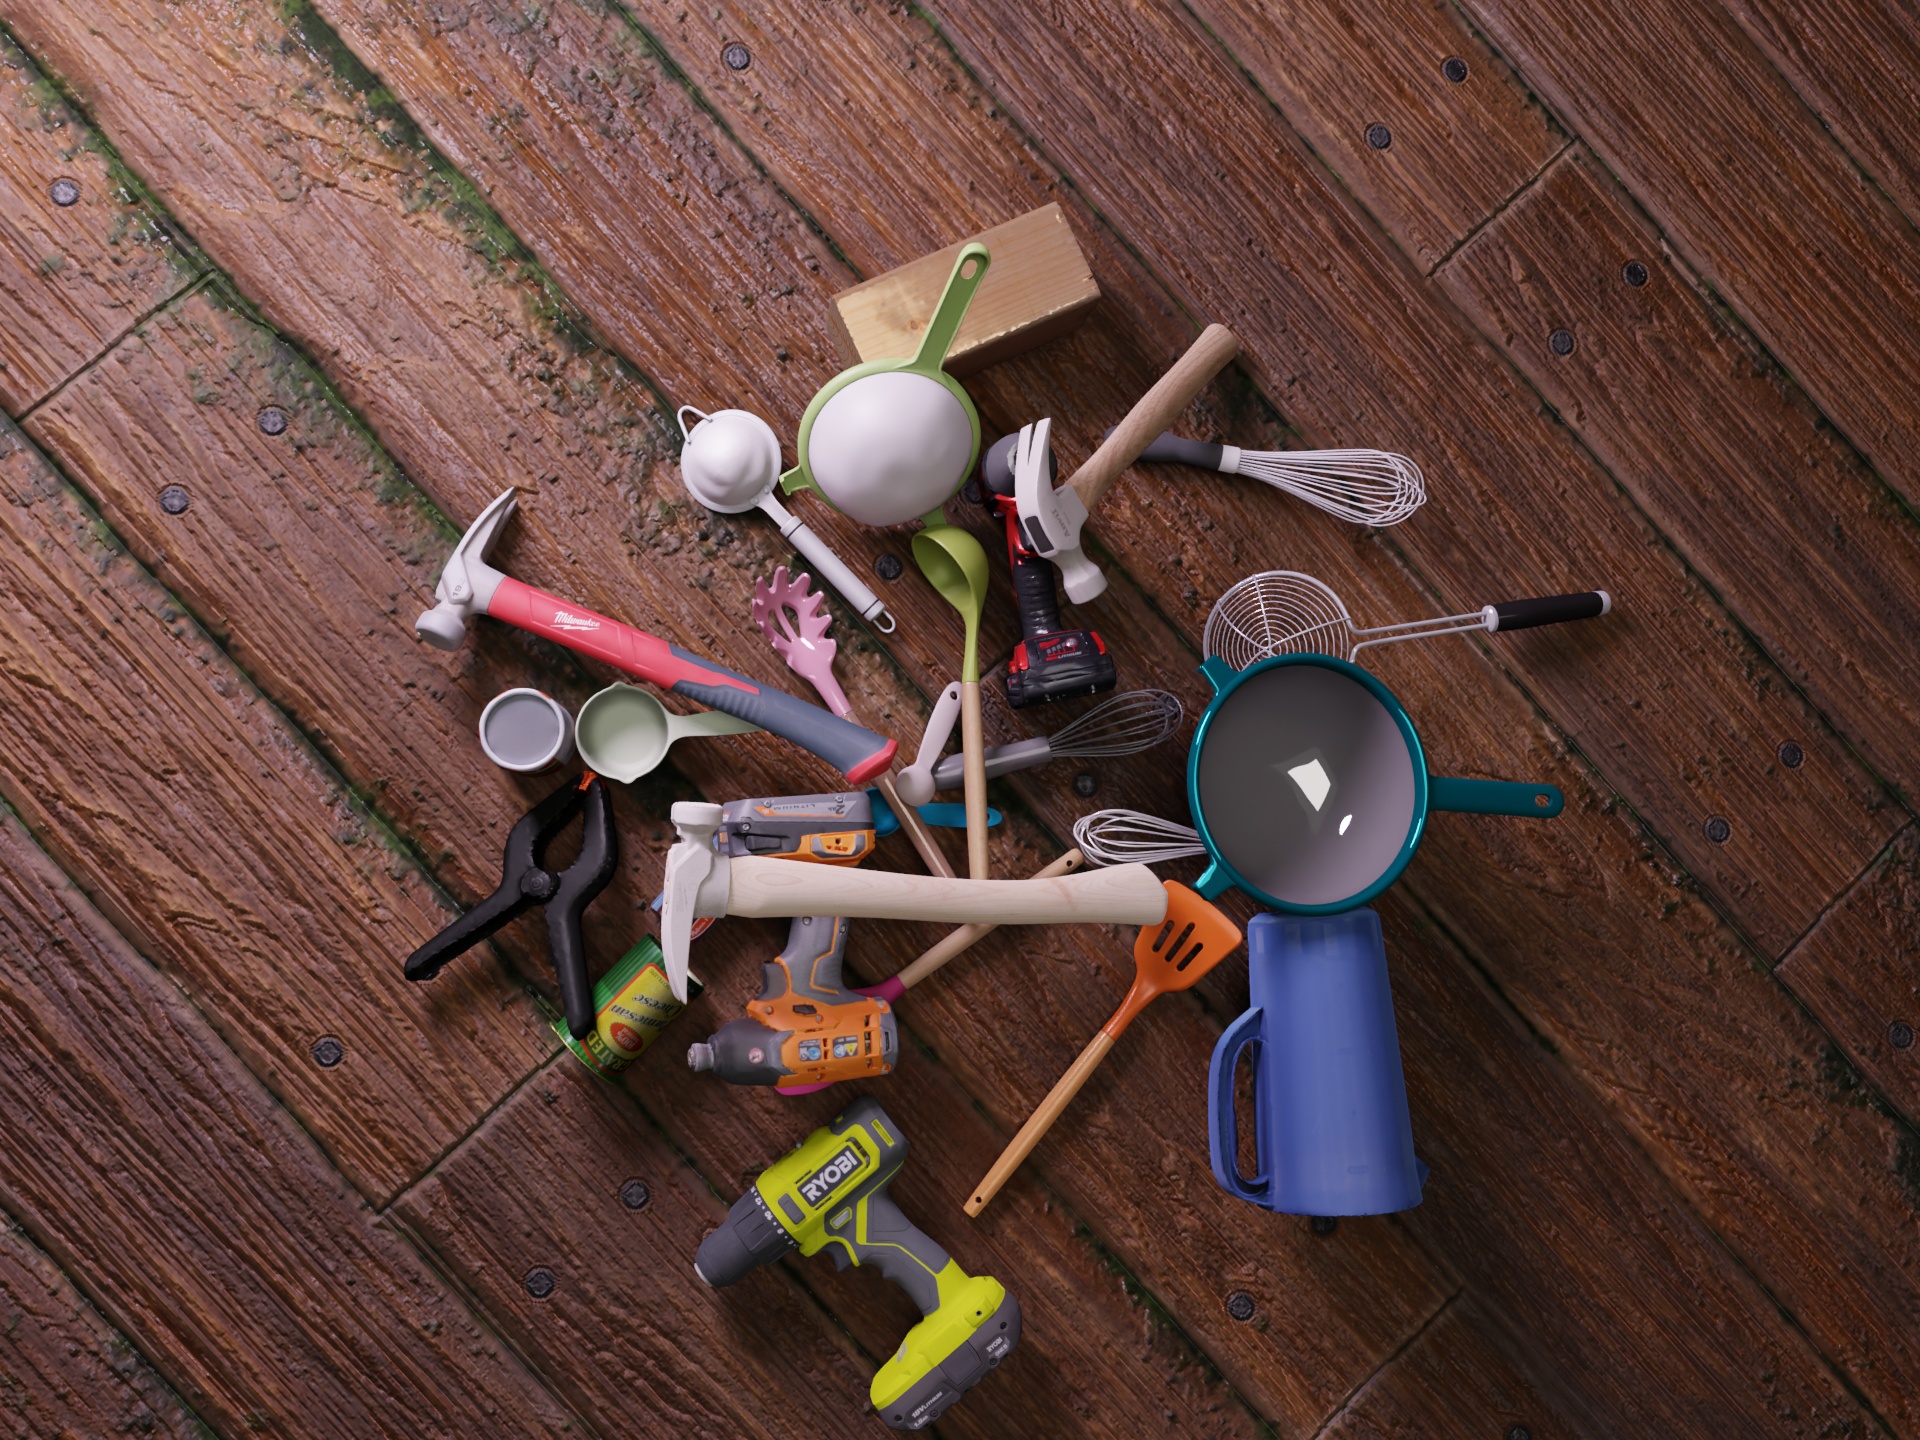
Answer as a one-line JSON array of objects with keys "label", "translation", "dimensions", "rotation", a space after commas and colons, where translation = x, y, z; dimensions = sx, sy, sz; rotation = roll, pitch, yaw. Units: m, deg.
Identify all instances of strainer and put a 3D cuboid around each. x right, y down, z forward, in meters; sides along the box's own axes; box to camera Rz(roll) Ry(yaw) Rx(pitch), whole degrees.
[{"label": "strainer", "translation": [-0.032, -0.248, 1.251], "dimensions": [0.151, 0.069, 0.256], "rotation": [13, 126, -22]}, {"label": "strainer", "translation": [0.330, 0.060, 1.320], "dimensions": [0.340, 0.095, 0.211], "rotation": [5, 82, -16]}, {"label": "strainer", "translation": [-0.146, -0.168, 1.328], "dimensions": [0.087, 0.050, 0.258], "rotation": [-44, 95, 7]}]

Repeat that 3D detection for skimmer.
[{"label": "skimmer", "translation": [0.394, -0.082, 1.391], "dimensions": [0.363, 0.090, 0.127], "rotation": [-9, 95, -18]}]

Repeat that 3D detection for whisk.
[{"label": "whisk", "translation": [0.071, 0.021, 1.336], "dimensions": [0.239, 0.055, 0.055], "rotation": [-15, 87, -4]}, {"label": "whisk", "translation": [0.215, 0.104, 1.348], "dimensions": [0.246, 0.059, 0.057], "rotation": [5, 121, -10]}, {"label": "whisk", "translation": [0.264, -0.219, 1.375], "dimensions": [0.284, 0.070, 0.070], "rotation": [10, 84, -2]}]

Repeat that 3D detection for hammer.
[{"label": "hammer", "translation": [-0.227, -0.056, 1.276], "dimensions": [0.386, 0.038, 0.143], "rotation": [23, 68, 1]}, {"label": "hammer", "translation": [0.143, -0.237, 1.292], "dimensions": [0.130, 0.031, 0.331], "rotation": [57, 49, -20]}, {"label": "hammer", "translation": [-0.026, 0.147, 1.235], "dimensions": [0.410, 0.038, 0.146], "rotation": [5, 88, -22]}]

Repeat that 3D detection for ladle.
[{"label": "ladle", "translation": [-0.002, -0.004, 1.300], "dimensions": [0.062, 0.078, 0.320], "rotation": [0, 81, -17]}]

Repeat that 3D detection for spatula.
[{"label": "spatula", "translation": [0.107, 0.280, 1.319], "dimensions": [0.081, 0.041, 0.322], "rotation": [38, 83, 13]}]

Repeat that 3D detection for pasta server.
[{"label": "pasta server", "translation": [-0.079, 0.016, 1.308], "dimensions": [0.060, 0.040, 0.316], "rotation": [-29, 84, -23]}]

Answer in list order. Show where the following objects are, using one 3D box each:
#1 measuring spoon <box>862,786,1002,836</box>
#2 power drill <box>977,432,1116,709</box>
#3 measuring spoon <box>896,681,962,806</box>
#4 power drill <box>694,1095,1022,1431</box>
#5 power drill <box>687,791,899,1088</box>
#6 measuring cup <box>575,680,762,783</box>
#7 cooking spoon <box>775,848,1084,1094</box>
[{"label": "measuring spoon", "translation": [-0.029, 0.081, 1.335], "dimensions": [0.128, 0.021, 0.042], "rotation": [4, 73, -16]}, {"label": "power drill", "translation": [0.062, -0.124, 1.298], "dimensions": [0.078, 0.143, 0.220], "rotation": [-11, 89, -5]}, {"label": "measuring spoon", "translation": [-0.019, 0.016, 1.315], "dimensions": [0.034, 0.018, 0.124], "rotation": [31, 59, -15]}, {"label": "power drill", "translation": [-0.079, 0.442, 1.266], "dimensions": [0.190, 0.080, 0.228], "rotation": [-39, 88, -9]}, {"label": "power drill", "translation": [-0.138, 0.174, 1.249], "dimensions": [0.164, 0.084, 0.226], "rotation": [-3, 86, -23]}, {"label": "measuring cup", "translation": [-0.229, 0.006, 1.303], "dimensions": [0.167, 0.038, 0.083], "rotation": [-6, 86, -9]}, {"label": "cooking spoon", "translation": [-0.028, 0.203, 1.320], "dimensions": [0.319, 0.017, 0.069], "rotation": [-35, 88, -8]}]
